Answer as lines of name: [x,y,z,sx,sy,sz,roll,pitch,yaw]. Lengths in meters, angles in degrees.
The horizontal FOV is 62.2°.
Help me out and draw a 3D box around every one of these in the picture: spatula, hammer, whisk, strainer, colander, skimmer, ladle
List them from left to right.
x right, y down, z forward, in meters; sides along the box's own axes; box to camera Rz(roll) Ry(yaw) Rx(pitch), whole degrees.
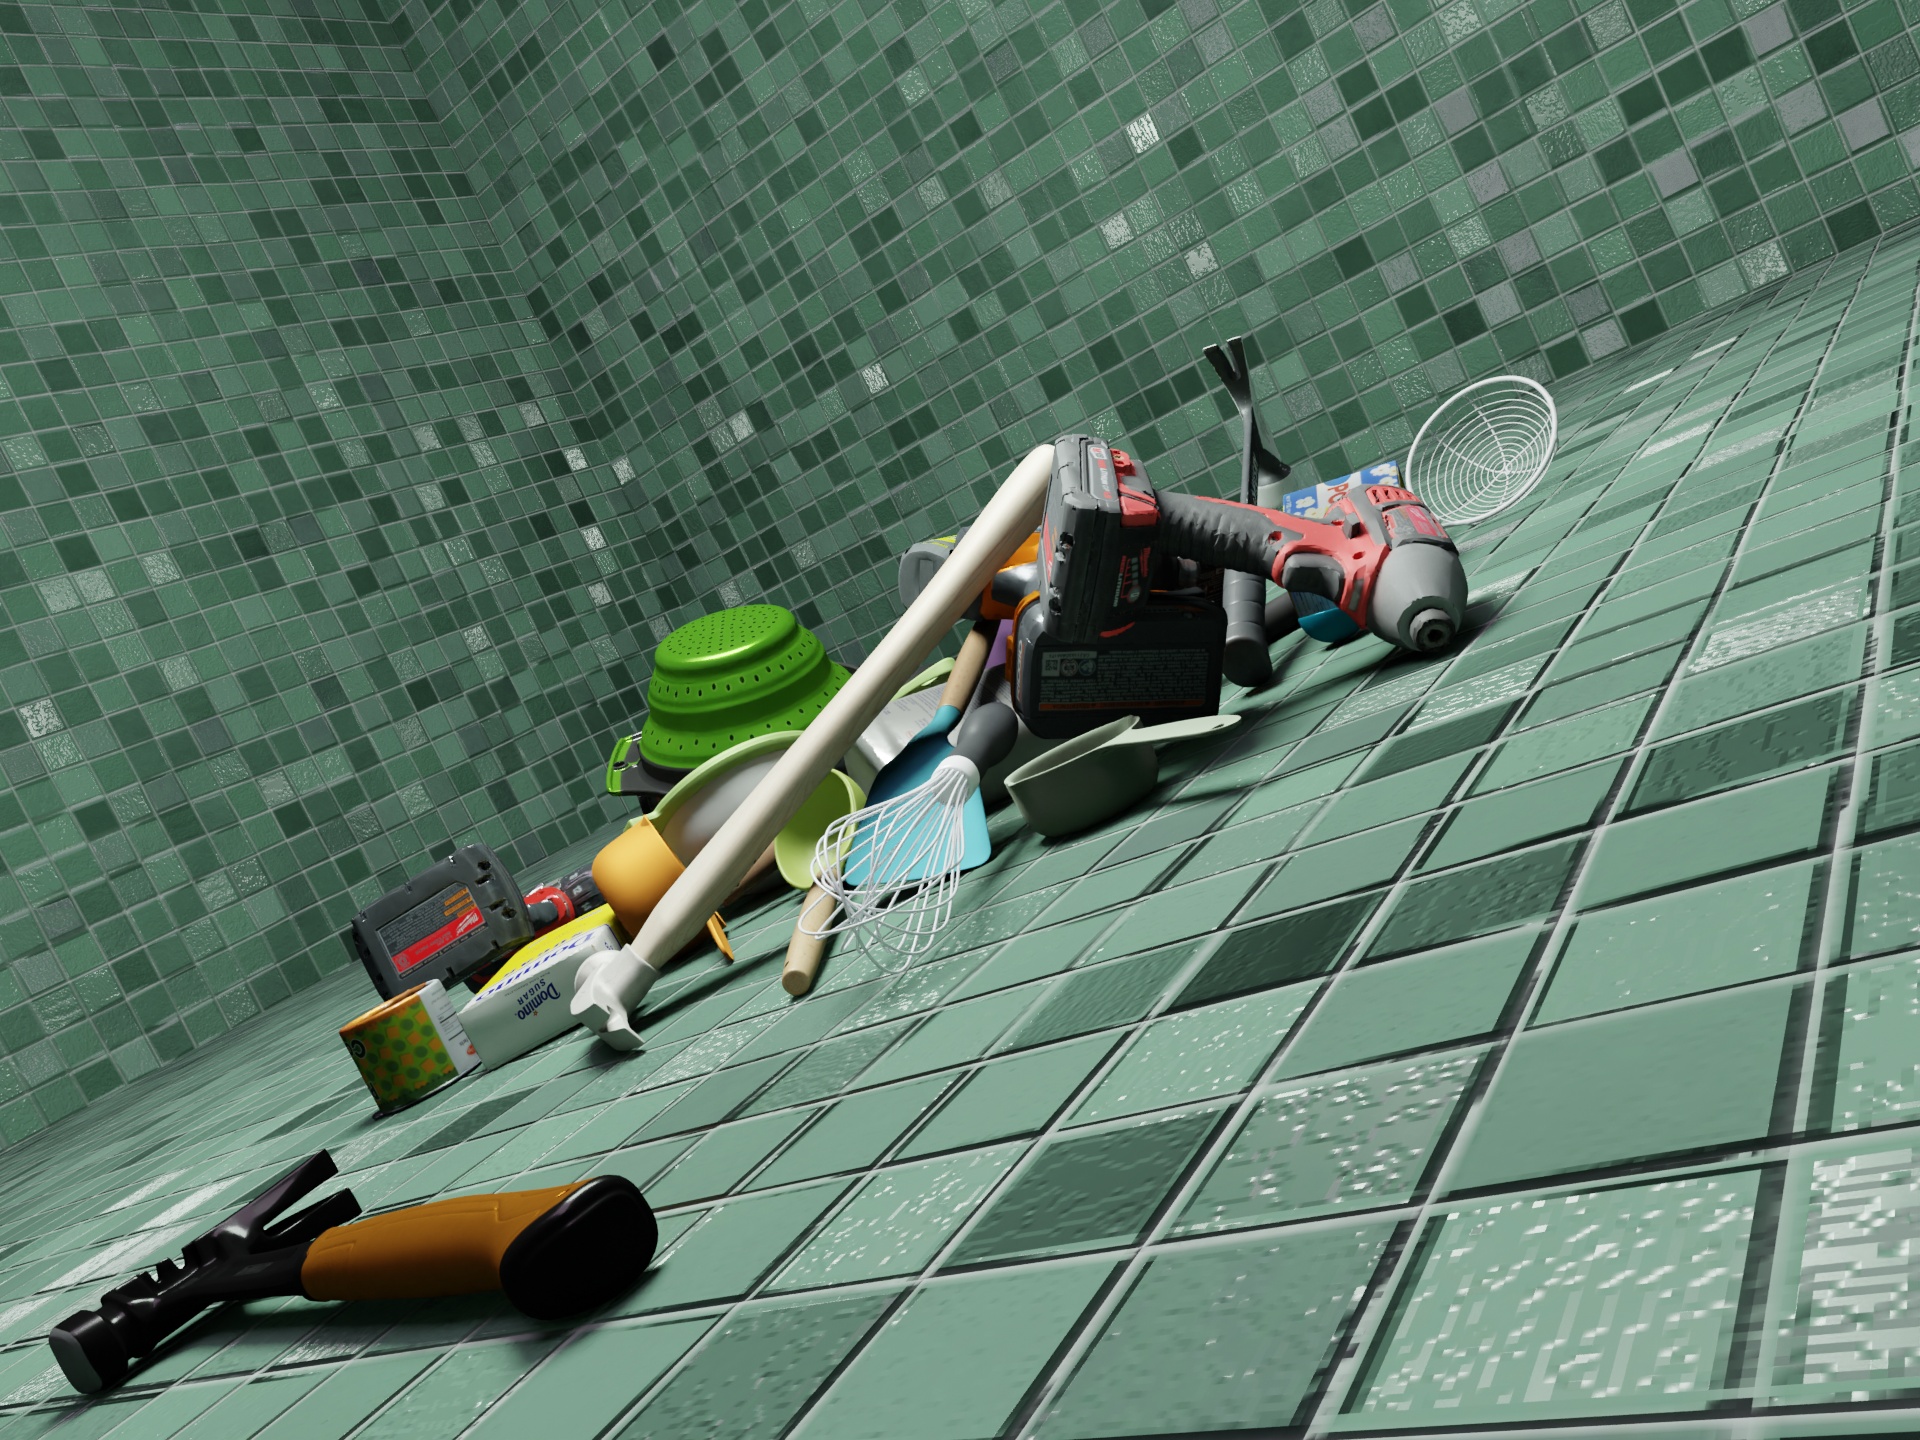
hammer: [-0.207,0.187,0.561,0.337,0.034,0.127,-22,7,43]
ladle: [-0.086,0.089,0.877,0.078,0.062,0.320,-64,4,8]
strainer: [-0.096,0.050,1.108,0.256,0.069,0.151,-34,-24,1]
hammer: [-0.066,0.005,0.871,0.411,0.038,0.146,-51,10,-11]
colander: [-0.091,-0.048,1.223,0.397,0.094,0.205,-14,24,0]
spatula: [-0.040,0.019,1.075,0.316,0.060,0.018,-40,-18,-18]
whisk: [-0.012,0.041,0.766,0.070,0.070,0.285,-24,10,20]
spatula: [-0.002,-0.003,0.966,0.082,0.044,0.318,-11,23,16]
hammer: [0.201,-0.142,1.113,0.036,0.149,0.409,-16,27,20]
skimmer: [0.305,-0.150,1.187,0.363,0.090,0.127,-30,29,-25]

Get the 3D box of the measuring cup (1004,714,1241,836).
measuring cup: [0.086,0.025,0.766,0.083,0.038,0.167,-29,7,-30]

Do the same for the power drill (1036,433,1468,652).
power drill: [0.155,-0.085,0.841,0.219,0.078,0.143,6,30,-4]

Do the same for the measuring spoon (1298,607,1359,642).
measuring spoon: [0.243,-0.061,1.026,0.042,0.021,0.128,-15,-2,15]

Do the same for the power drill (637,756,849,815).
power drill: [-0.141,0.041,1.275,0.226,0.084,0.185,-27,26,-8]

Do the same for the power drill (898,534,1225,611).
power drill: [0.093,-0.107,1.215,0.229,0.080,0.190,12,18,32]

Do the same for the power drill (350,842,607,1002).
power drill: [-0.330,0.146,1.204,0.188,0.080,0.226,-31,-10,3]

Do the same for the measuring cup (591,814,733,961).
measuring cup: [-0.180,0.122,0.973,0.052,0.095,0.174,-35,25,-8]

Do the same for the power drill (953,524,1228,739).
power drill: [0.090,-0.066,0.975,0.164,0.084,0.227,-2,23,-9]
